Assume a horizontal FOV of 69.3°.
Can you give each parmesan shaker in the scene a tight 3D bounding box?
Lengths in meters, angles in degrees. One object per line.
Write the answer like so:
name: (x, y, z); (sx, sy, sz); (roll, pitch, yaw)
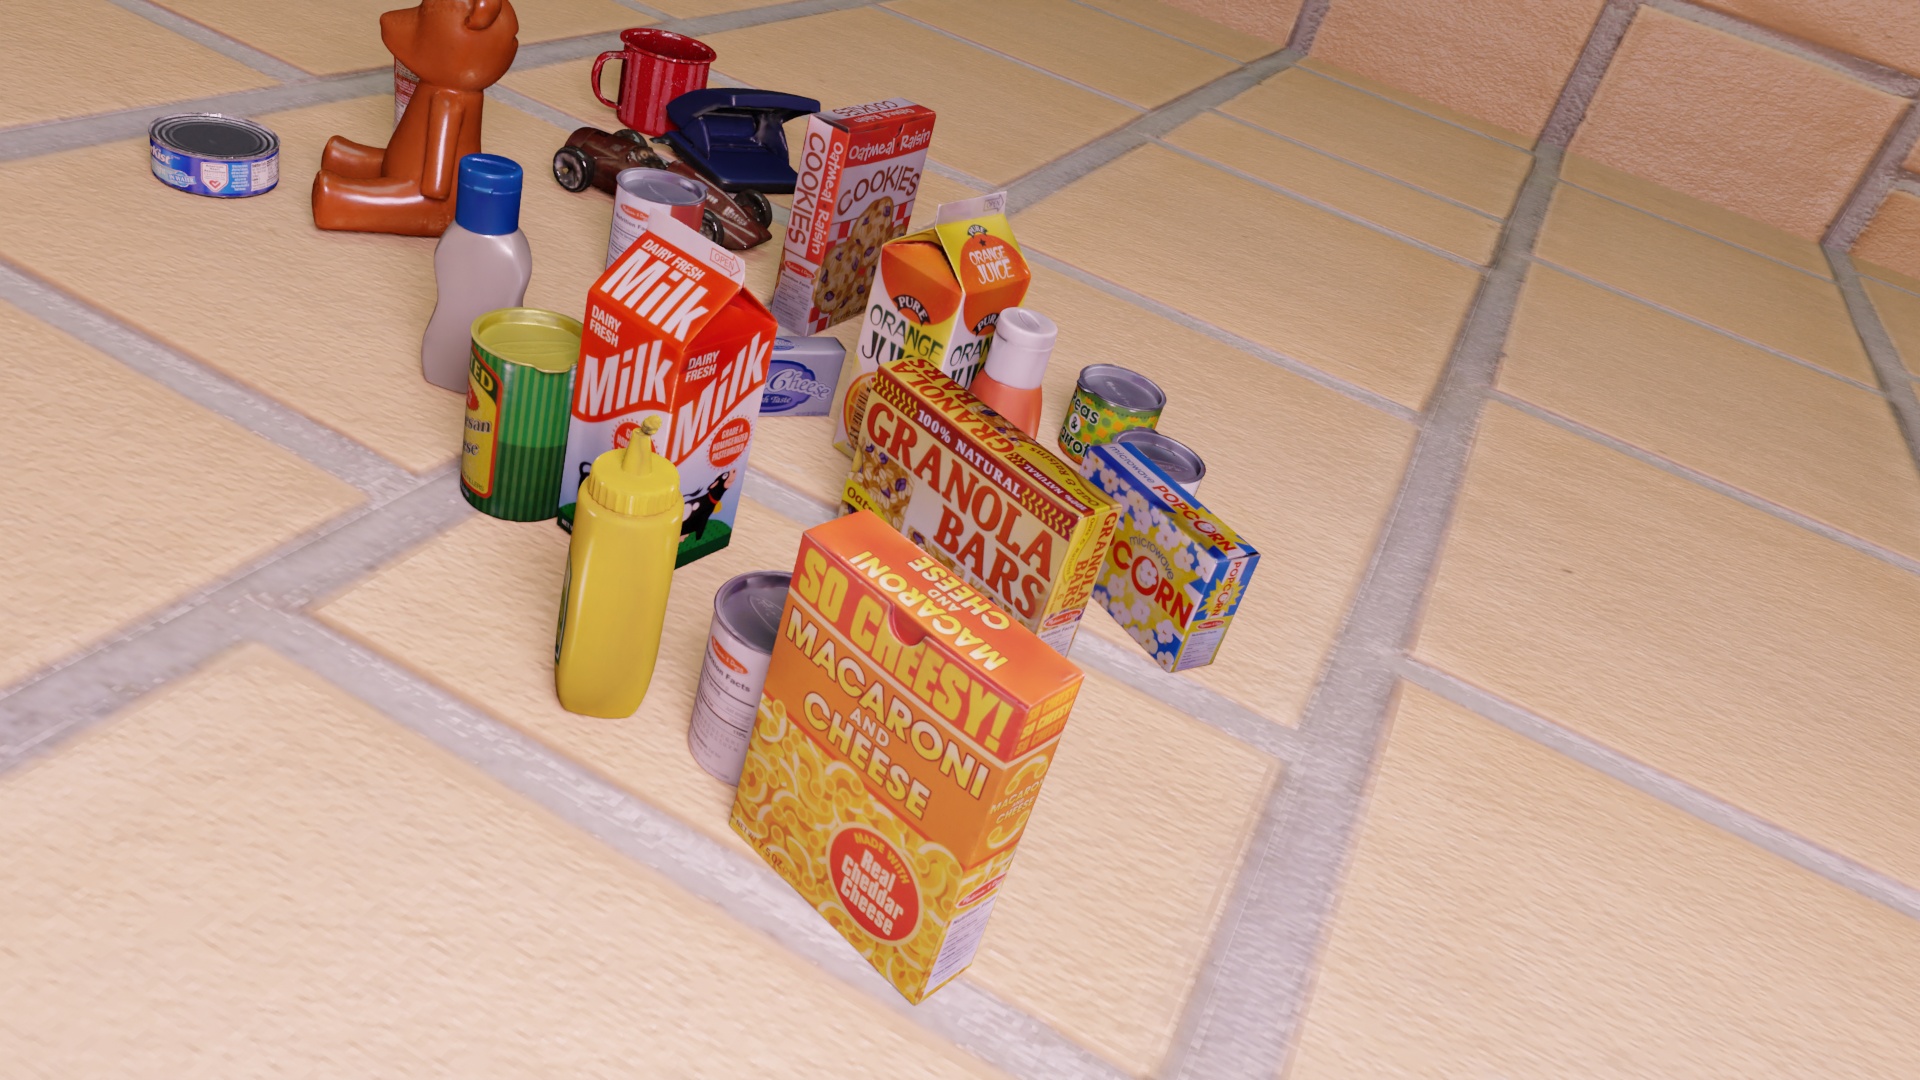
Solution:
parmesan shaker: (-0.241, -0.068, 0.774); (0.071, 0.102, 0.072); (13, 32, -8)

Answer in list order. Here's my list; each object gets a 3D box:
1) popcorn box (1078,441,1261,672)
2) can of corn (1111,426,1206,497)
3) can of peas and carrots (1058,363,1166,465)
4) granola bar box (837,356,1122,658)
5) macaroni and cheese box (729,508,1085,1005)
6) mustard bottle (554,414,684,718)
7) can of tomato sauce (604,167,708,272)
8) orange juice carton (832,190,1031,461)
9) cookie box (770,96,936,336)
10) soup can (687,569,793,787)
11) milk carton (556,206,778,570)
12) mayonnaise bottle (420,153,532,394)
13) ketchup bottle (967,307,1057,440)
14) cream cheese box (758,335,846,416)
popcorn box: (0.115, 0.008, 0.847); (0.038, 0.084, 0.127); (-8, 40, -36)
can of corn: (0.125, -0.035, 0.945); (0.071, 0.058, 0.071); (13, 32, -8)
can of peas and carrots: (0.109, -0.088, 1.020); (0.071, 0.058, 0.071); (13, 32, -8)
granola bar box: (0.003, -0.010, 0.783); (0.039, 0.123, 0.166); (-16, 45, -43)
macaroni and cheese box: (-0.029, 0.090, 0.572); (0.124, 0.165, 0.040); (36, 36, 28)
mustard bottle: (-0.157, 0.008, 0.644); (0.049, 0.159, 0.065); (8, 33, -15)
can of tomato sauce: (-0.230, -0.230, 1.052); (0.071, 0.082, 0.071); (13, 32, -8)
orange juice carton: (-0.016, -0.132, 0.900); (0.073, 0.191, 0.072); (34, 35, 26)
cookie box: (-0.083, -0.252, 1.077); (0.040, 0.166, 0.123); (29, 33, 18)
soup can: (-0.088, 0.066, 0.659); (0.071, 0.083, 0.072); (13, 32, -8)
milk carton: (-0.157, -0.078, 0.749); (0.072, 0.189, 0.074); (32, 34, 23)
mayonnaise bottle: (-0.293, -0.161, 0.851); (0.065, 0.147, 0.041); (12, 32, -9)
ketchup bottle: (0.023, -0.071, 0.865); (0.043, 0.148, 0.065); (0, 36, -27)
cream cheese box: (-0.132, -0.111, 0.942); (0.104, 0.053, 0.024); (-3, 37, -30)
